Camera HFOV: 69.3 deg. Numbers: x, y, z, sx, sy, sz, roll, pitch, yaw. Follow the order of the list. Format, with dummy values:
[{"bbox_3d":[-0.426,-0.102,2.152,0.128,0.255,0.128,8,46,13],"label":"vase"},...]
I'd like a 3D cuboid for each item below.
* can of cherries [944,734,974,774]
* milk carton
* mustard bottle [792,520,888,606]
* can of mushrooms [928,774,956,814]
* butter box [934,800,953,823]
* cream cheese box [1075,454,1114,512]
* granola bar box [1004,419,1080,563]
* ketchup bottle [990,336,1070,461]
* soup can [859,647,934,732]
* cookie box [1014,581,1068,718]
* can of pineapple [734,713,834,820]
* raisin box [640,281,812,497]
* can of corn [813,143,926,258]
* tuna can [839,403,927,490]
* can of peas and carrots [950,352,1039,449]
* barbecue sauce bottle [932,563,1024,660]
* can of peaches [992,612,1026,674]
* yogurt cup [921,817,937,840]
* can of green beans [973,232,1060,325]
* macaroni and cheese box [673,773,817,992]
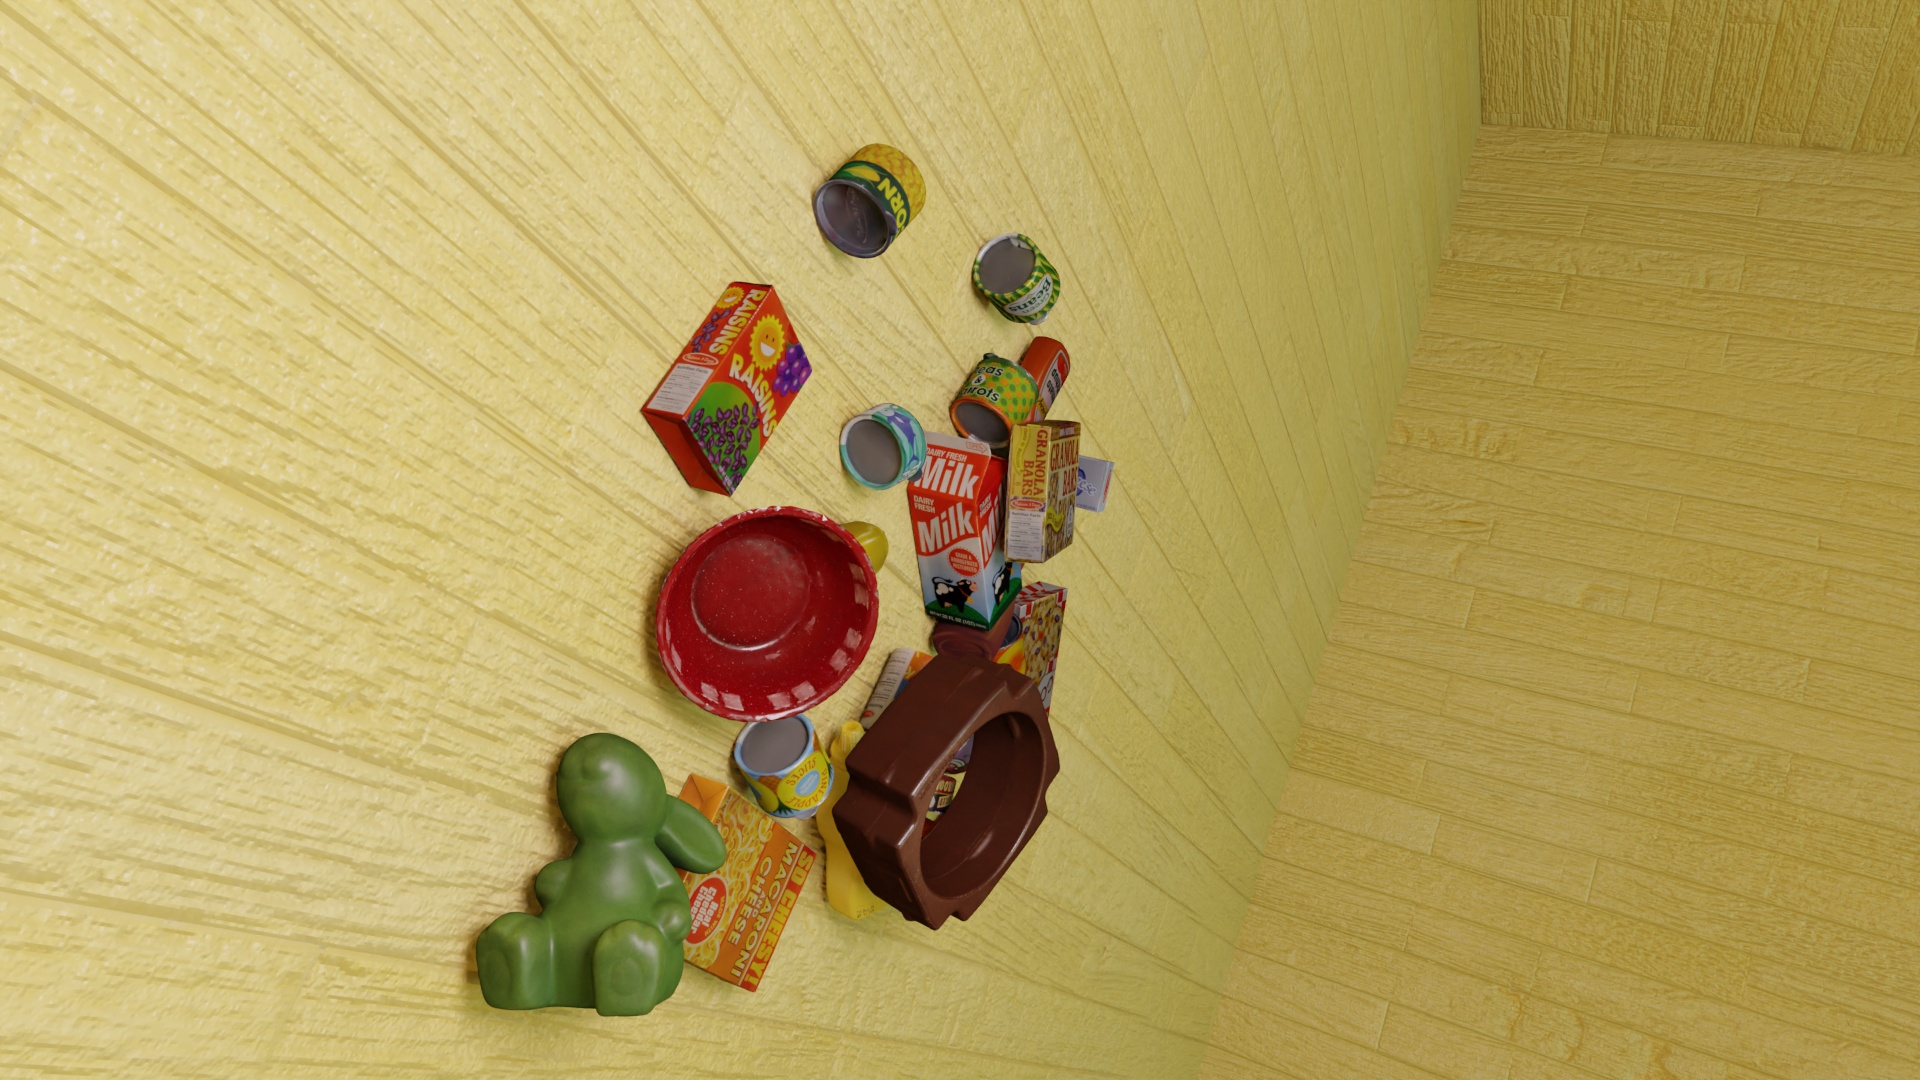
[{"bbox_3d":[-0.014,0.190,1.349,0.072,0.071,0.058,-67,153,-20],"label":"can of cherries"},{"bbox_3d":[0.005,-0.016,1.283,0.074,0.072,0.189,-50,143,-43],"label":"milk carton"},{"bbox_3d":[-0.095,0.014,1.111,0.161,0.065,0.048,-24,119,-63],"label":"mustard bottle"},{"bbox_3d":[-0.037,0.236,1.320,0.071,0.071,0.033,24,78,-64],"label":"can of mushrooms"},{"bbox_3d":[-0.019,0.319,1.446,0.104,0.024,0.052,-42,138,-49],"label":"butter box"},{"bbox_3d":[0.101,-0.065,1.416,0.024,0.104,0.053,-1,104,-68],"label":"cream cheese box"},{"bbox_3d":[0.078,-0.050,1.306,0.166,0.039,0.124,-23,117,-75],"label":"granola bar box"},{"bbox_3d":[0.062,-0.130,1.377,0.149,0.043,0.064,-62,157,-26],"label":"ketchup bottle"},{"bbox_3d":[-0.046,0.150,1.263,0.084,0.071,0.071,-65,152,-23],"label":"soup can"},{"bbox_3d":[0.065,0.137,1.511,0.123,0.040,0.167,-14,114,-61],"label":"cookie box"},{"bbox_3d":[-0.137,0.176,1.093,0.071,0.071,0.057,-58,147,-34],"label":"can of pineapple"},{"bbox_3d":[-0.157,-0.105,0.958,0.124,0.040,0.085,-62,150,-28],"label":"raisin box"},{"bbox_3d":[-0.065,-0.254,1.037,0.058,0.071,0.070,-56,147,-37],"label":"can of corn"},{"bbox_3d":[-0.062,-0.074,1.128,0.033,0.071,0.070,-33,131,-52],"label":"tuna can"},{"bbox_3d":[0.031,-0.129,1.291,0.059,0.071,0.070,-60,149,-30],"label":"can of peas and carrots"},{"bbox_3d":[0.026,0.059,1.377,0.149,0.065,0.043,-61,147,-45],"label":"barbecue sauce bottle"},{"bbox_3d":[0.031,0.111,1.403,0.071,0.071,0.057,-51,145,-41],"label":"can of peaches"},{"bbox_3d":[-0.046,0.297,1.349,0.073,0.054,0.072,-40,136,-52],"label":"yogurt cup"},{"bbox_3d":[0.052,-0.242,1.279,0.057,0.071,0.071,34,71,-62],"label":"can of green beans"},{"bbox_3d":[-0.184,0.268,1.077,0.124,0.040,0.166,-66,151,-21],"label":"macaroni and cheese box"}]
